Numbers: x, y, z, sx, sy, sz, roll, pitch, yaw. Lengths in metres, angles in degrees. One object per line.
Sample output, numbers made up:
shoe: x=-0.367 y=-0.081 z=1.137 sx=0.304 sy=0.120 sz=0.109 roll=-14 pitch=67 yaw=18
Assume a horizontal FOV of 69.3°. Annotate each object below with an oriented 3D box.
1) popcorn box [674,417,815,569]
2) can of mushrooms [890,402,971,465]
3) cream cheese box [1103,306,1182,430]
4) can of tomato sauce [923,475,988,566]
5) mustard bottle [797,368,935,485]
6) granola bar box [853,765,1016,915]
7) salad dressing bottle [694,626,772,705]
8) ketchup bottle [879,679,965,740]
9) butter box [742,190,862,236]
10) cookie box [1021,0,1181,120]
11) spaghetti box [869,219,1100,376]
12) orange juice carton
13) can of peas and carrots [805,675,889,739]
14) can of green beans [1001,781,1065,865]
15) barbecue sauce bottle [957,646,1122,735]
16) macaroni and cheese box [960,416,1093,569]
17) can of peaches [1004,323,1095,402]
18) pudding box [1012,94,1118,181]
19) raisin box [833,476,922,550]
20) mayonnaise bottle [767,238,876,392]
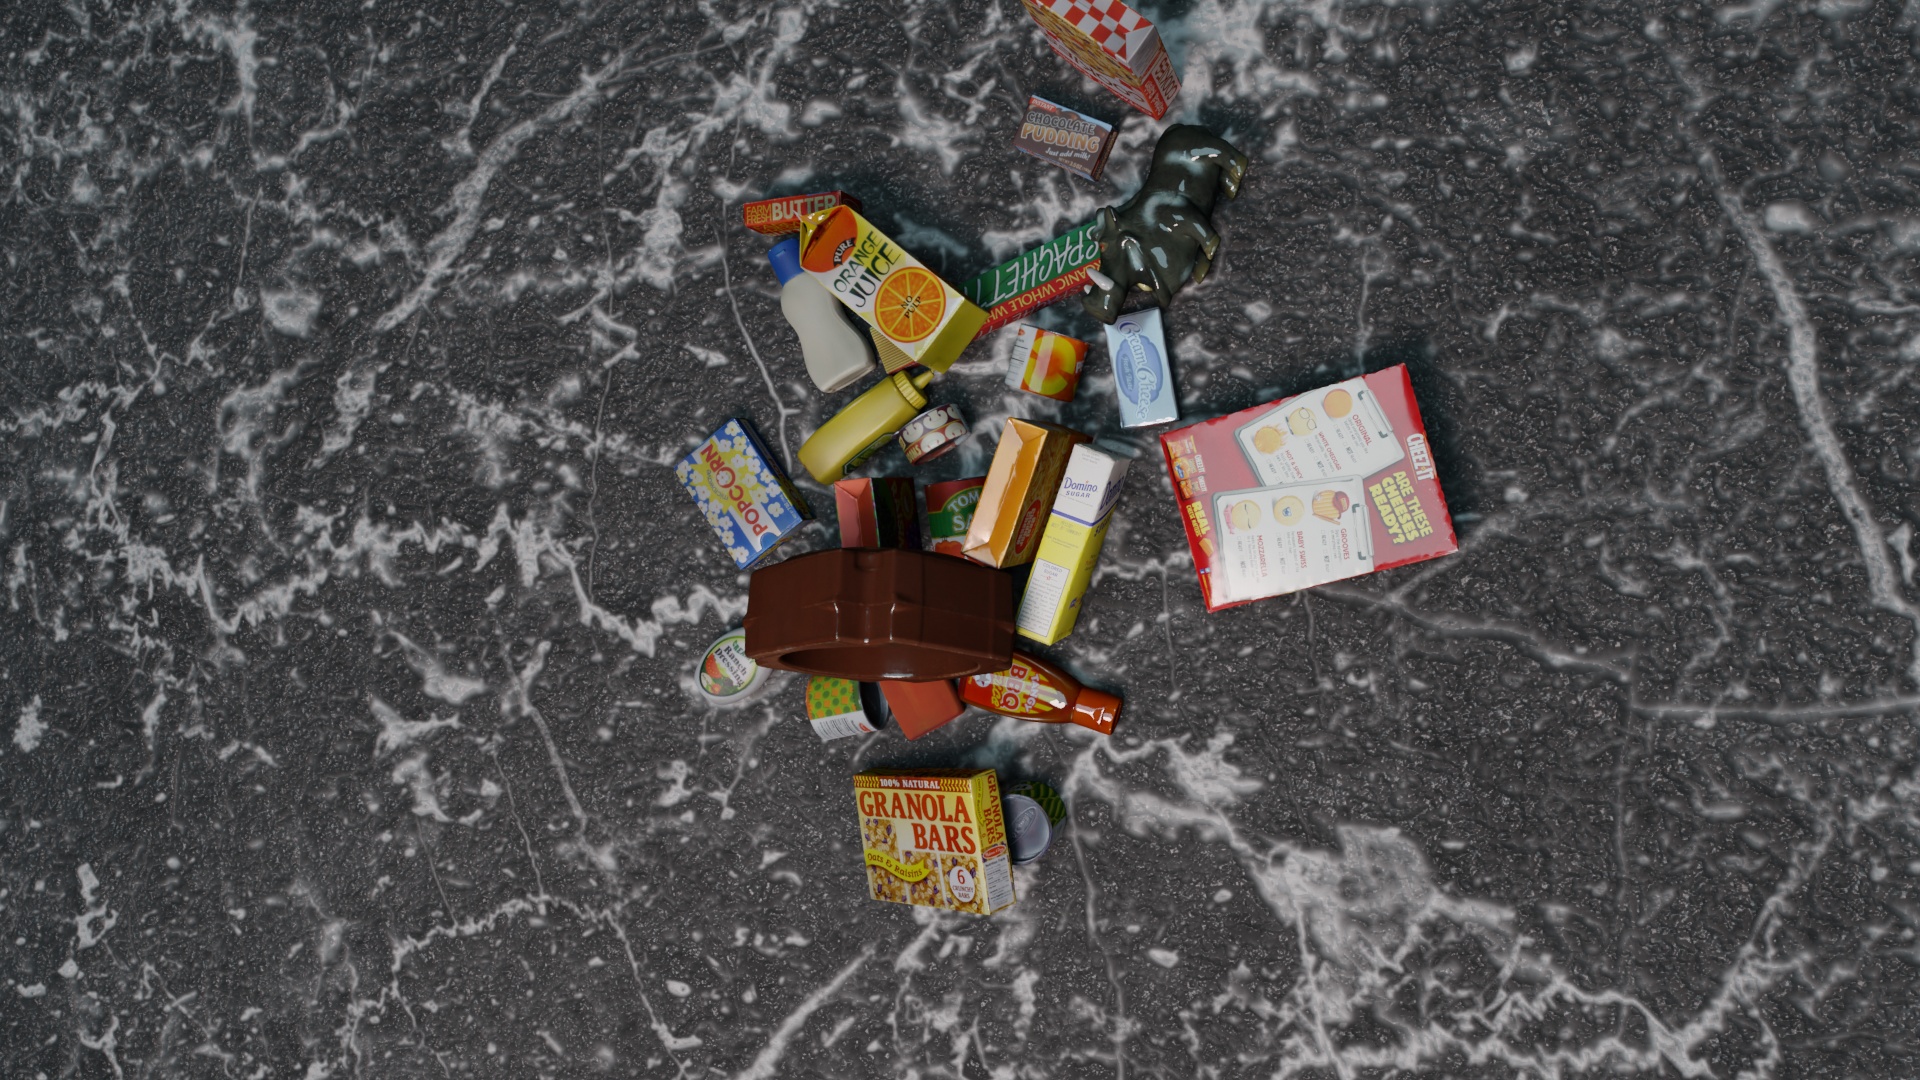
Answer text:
popcorn box: x=-0.214 y=-0.047 z=1.376 sx=0.085 sy=0.038 sz=0.127 roll=-37 pitch=81 yaw=15
can of mushrooms: x=-0.027 y=-0.098 z=1.298 sx=0.071 sy=0.071 sz=0.033 roll=-30 pitch=85 yaw=17
cream cheese box: x=0.165 y=-0.154 z=1.257 sx=0.053 sy=0.024 sz=0.103 roll=-10 pitch=89 yaw=18
can of tomato sauce: x=0.005 y=-0.016 z=1.291 sx=0.071 sy=0.071 sz=0.083 roll=-7 pitch=91 yaw=18
mustard bottle: x=-0.080 y=-0.116 z=1.318 sx=0.160 sy=0.065 sz=0.049 roll=-38 pitch=83 yaw=11
granola bar box: x=-0.026 y=0.275 z=1.292 sx=0.165 sy=0.039 sz=0.124 roll=-8 pitch=90 yaw=46
salad dressing bottle: x=-0.198 y=0.102 z=1.374 sx=0.147 sy=0.044 sz=0.064 roll=-41 pitch=79 yaw=15
ketchup bottle: x=-0.056 y=0.113 z=1.329 sx=0.064 sy=0.043 sz=0.149 roll=-30 pitch=83 yaw=13
butter box: x=-0.152 y=-0.314 z=1.337 sx=0.103 sy=0.053 sz=0.024 roll=-3 pitch=90 yaw=18
cookie box: x=0.119 y=-0.428 z=1.186 sx=0.123 sy=0.167 sz=0.040 roll=39 pitch=100 yaw=13
spaghetti box: x=0.034 y=-0.226 z=1.294 sx=0.250 sy=0.029 sz=0.050 roll=-23 pitch=86 yaw=17
orange juice carton: x=-0.074 y=-0.241 z=1.277 sx=0.193 sy=0.072 sz=0.073 roll=41 pitch=100 yaw=18
can of peas and carrots: x=-0.108 y=0.153 z=1.337 sx=0.058 sy=0.071 sz=0.071 roll=-14 pitch=88 yaw=19
can of green beans: x=0.060 y=0.262 z=1.290 sx=0.071 sy=0.058 sz=0.071 roll=1 pitch=93 yaw=18
barbecue sauce bottle: x=0.075 y=0.141 z=1.288 sx=0.148 sy=0.044 sz=0.064 roll=17 pitch=97 yaw=16
macaroni and cheese box: x=0.061 y=-0.043 z=1.220 sx=0.040 sy=0.167 sz=0.123 roll=22 pitch=99 yaw=16
can of peaches: x=0.081 y=-0.160 z=1.263 sx=0.071 sy=0.071 sz=0.058 roll=19 pitch=98 yaw=16
pudding box: x=0.096 y=-0.367 z=1.267 sx=0.084 sy=0.030 sz=0.049 roll=27 pitch=99 yaw=15
raisin box: x=-0.075 y=-0.015 z=1.288 sx=0.040 sy=0.123 sz=0.086 roll=-8 pitch=90 yaw=17
mayonnaise bottle: x=-0.139 y=-0.220 z=1.344 sx=0.064 sy=0.041 sz=0.148 roll=-28 pitch=83 yaw=15
